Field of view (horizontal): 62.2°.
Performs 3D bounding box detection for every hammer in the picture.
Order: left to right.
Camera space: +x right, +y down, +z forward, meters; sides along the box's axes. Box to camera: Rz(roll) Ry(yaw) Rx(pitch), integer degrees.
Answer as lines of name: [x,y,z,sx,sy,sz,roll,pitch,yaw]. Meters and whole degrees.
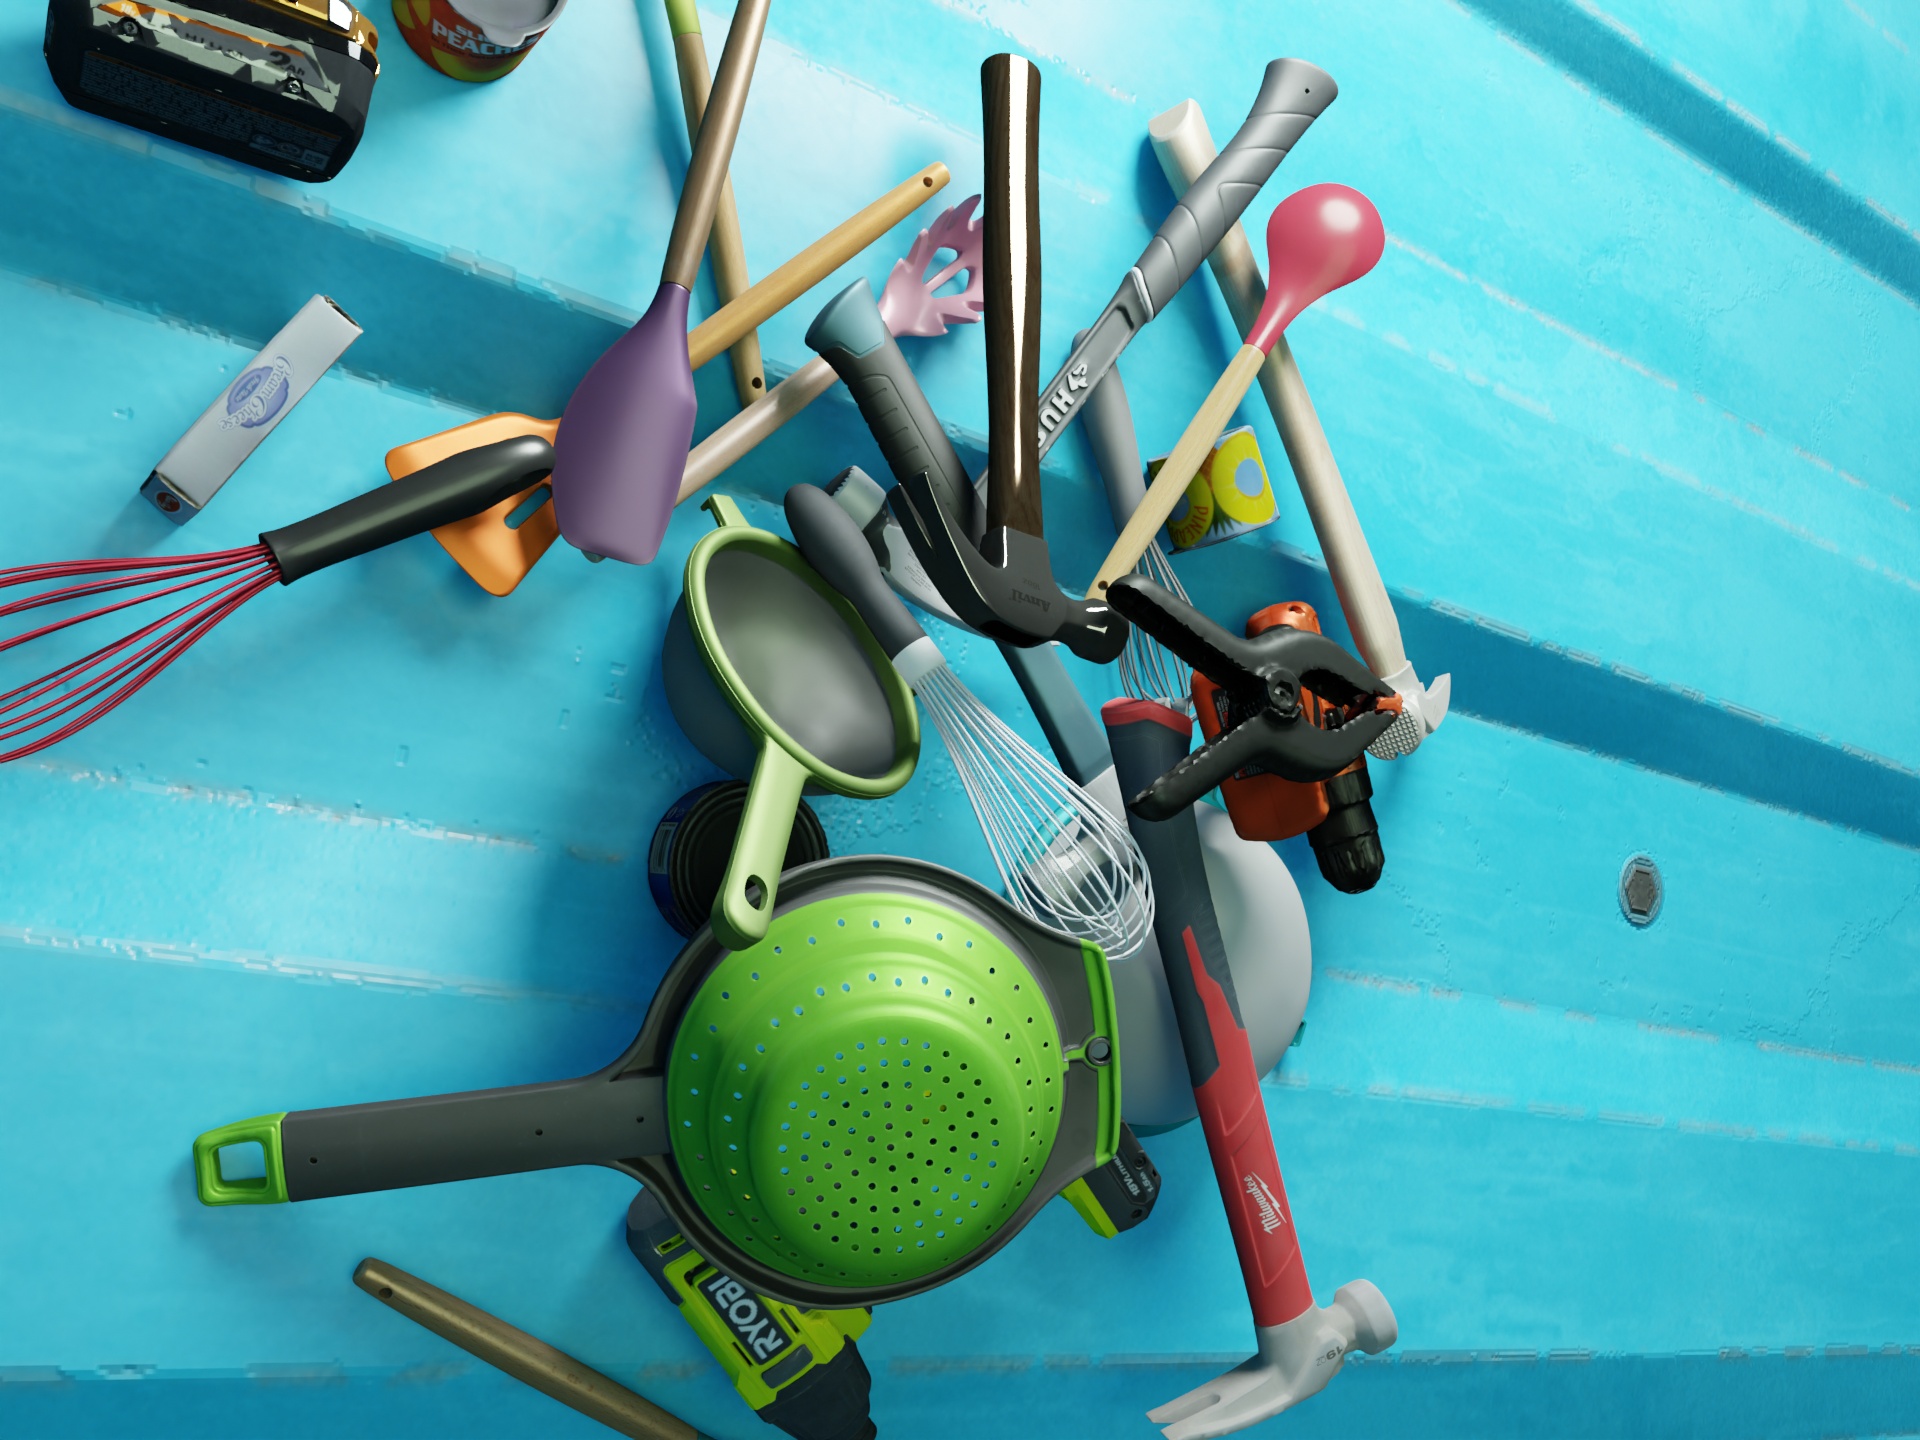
hammer: [0.015,-0.069,0.816,0.128,0.033,0.331,-35,104,-21]
hammer: [0.024,-0.197,0.806,0.130,0.031,0.331,14,67,-36]
hammer: [0.094,-0.219,0.888,0.149,0.036,0.409,41,75,-18]
hammer: [0.120,0.178,0.820,0.143,0.038,0.386,-19,100,-18]
hammer: [0.211,-0.183,0.987,0.146,0.038,0.410,-29,98,-62]

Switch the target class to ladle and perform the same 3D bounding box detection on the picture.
ladle: [-0.125,-0.314,0.784,0.078,0.062,0.320,-13,97,-31]
ladle: [0.152,-0.189,0.903,0.069,0.031,0.315,30,77,11]

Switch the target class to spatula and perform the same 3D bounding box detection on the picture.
spatula: [-0.145,0.332,0.739,0.317,0.044,0.082,40,95,-23]
spatula: [-0.130,-0.227,0.748,0.059,0.018,0.316,17,79,-16]
spatula: [-0.123,-0.182,0.767,0.322,0.041,0.081,-41,103,-16]

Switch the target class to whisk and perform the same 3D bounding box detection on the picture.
whisk: [-0.297,-0.057,0.642,0.296,0.073,0.073,-29,103,-28]
whisk: [-0.002,-0.002,0.770,0.070,0.070,0.285,-30,78,-30]
whisk: [0.099,-0.111,0.925,0.055,0.055,0.239,-14,90,-33]

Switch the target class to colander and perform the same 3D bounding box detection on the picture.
colander: [-0.116,0.171,0.657,0.397,0.094,0.204,-5,95,-9]

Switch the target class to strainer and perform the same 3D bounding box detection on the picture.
strainer: [-0.096,0.018,0.724,0.151,0.069,0.257,42,30,-25]
strainer: [0.080,0.155,0.863,0.340,0.095,0.211,-22,99,-33]

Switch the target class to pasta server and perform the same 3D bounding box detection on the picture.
pasta server: [-0.072,-0.174,0.805,0.316,0.040,0.060,-45,110,-31]

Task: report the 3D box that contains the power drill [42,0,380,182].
power drill: [-0.316,-0.359,0.651,0.185,0.084,0.226,12,77,-31]

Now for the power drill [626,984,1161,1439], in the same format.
power drill: [-0.024,0.242,0.773,0.223,0.080,0.171,-34,106,-5]
